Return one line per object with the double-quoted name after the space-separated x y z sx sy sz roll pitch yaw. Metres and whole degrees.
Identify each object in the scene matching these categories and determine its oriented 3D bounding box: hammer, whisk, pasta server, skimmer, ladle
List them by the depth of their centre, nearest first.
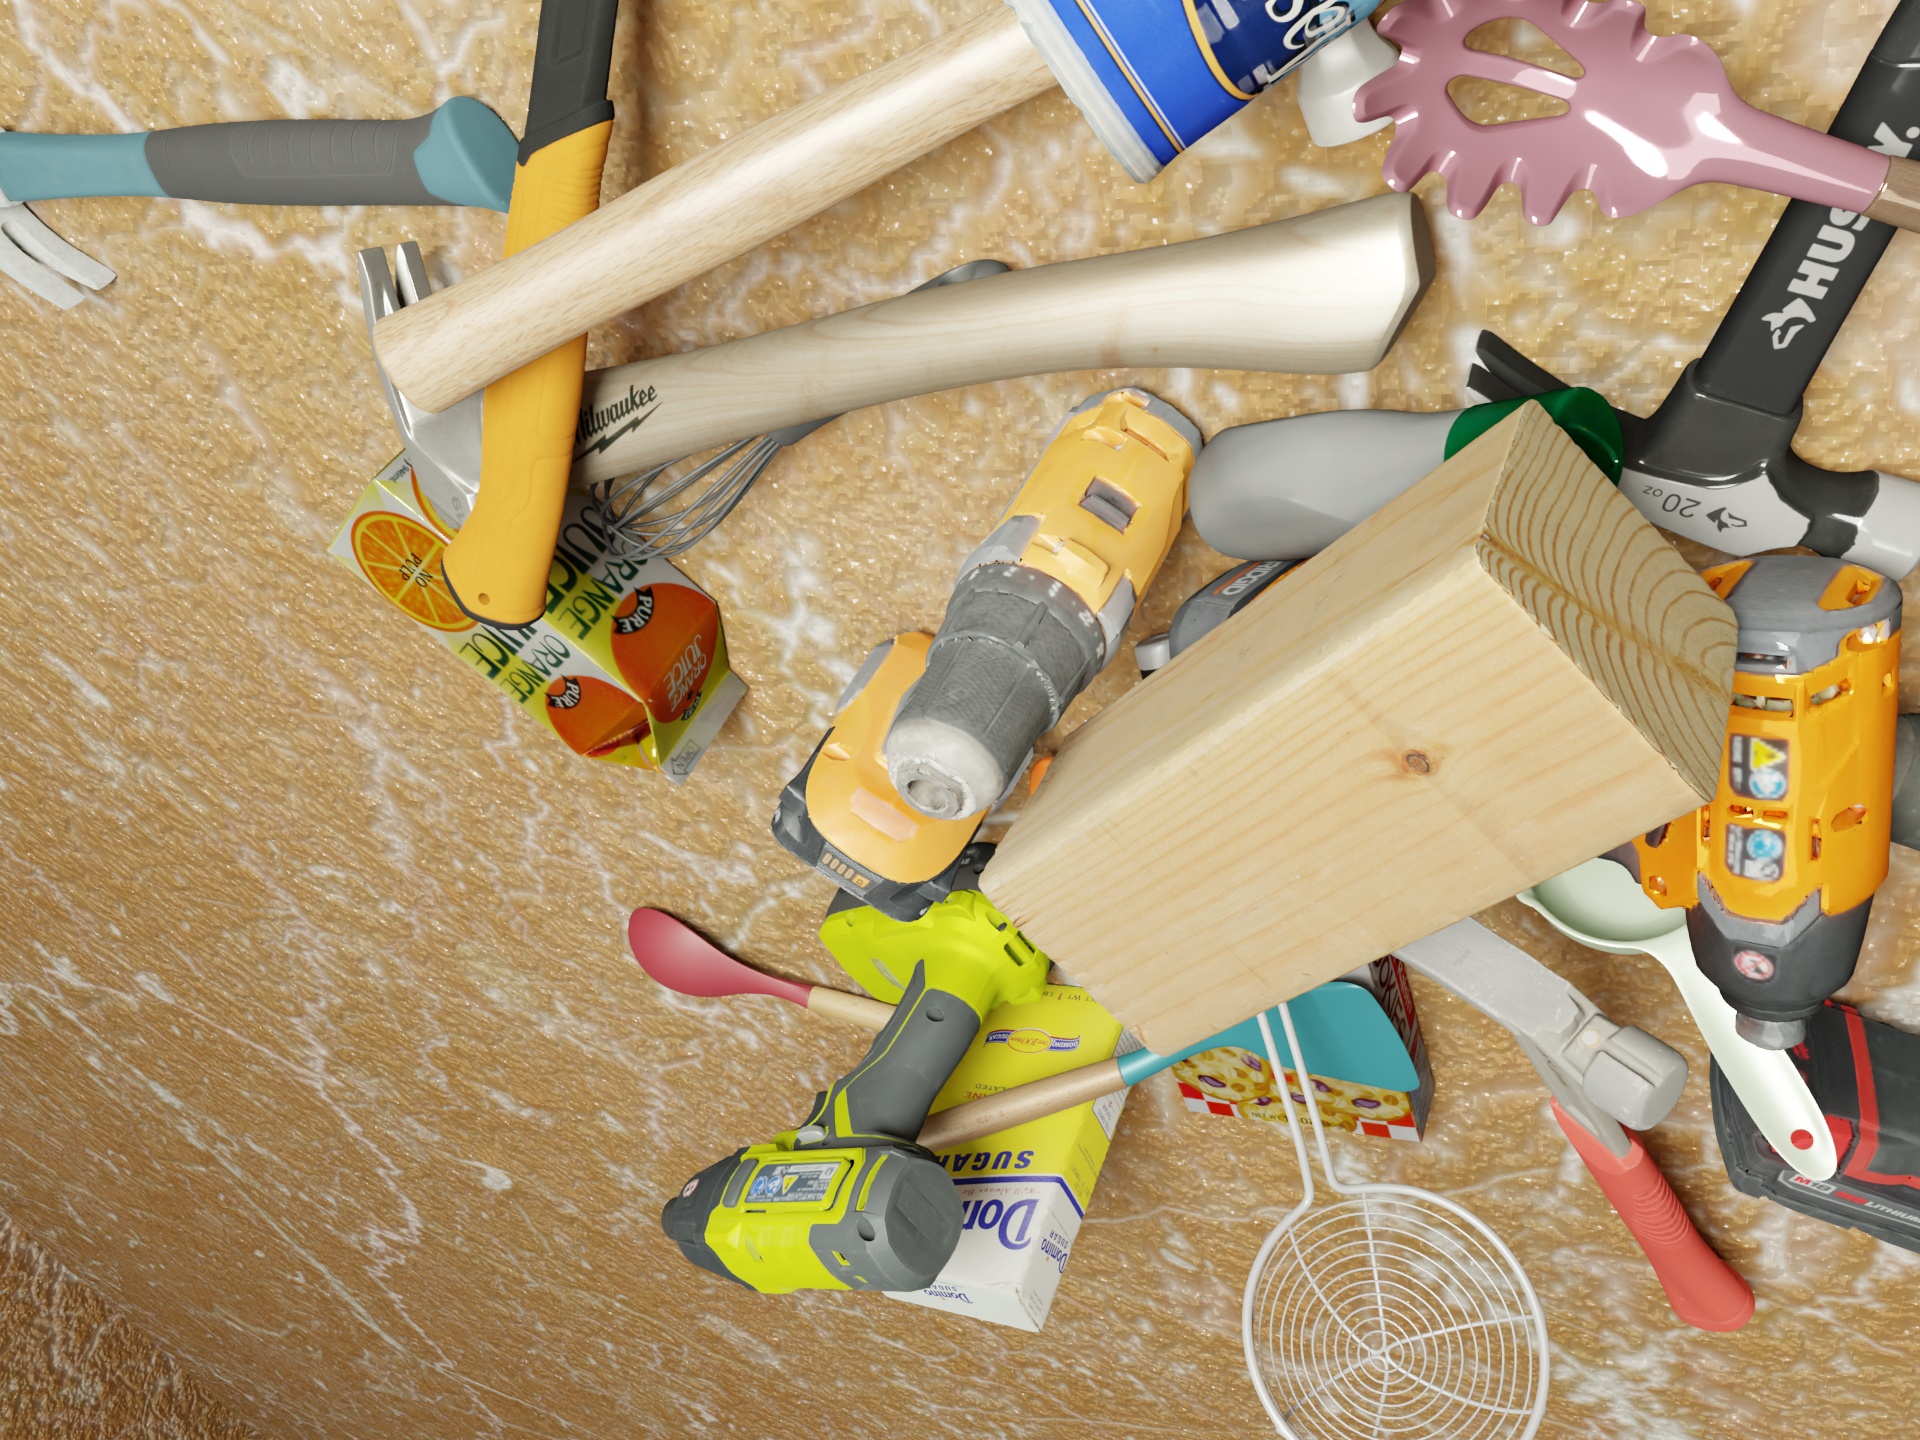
0.254 -0.122 0.393 0.316 0.040 0.060 20 128 7 "pasta server"
0.244 -0.180 0.394 0.146 0.035 0.334 20 139 10 "hammer"
-0.042 -0.176 0.484 0.331 0.031 0.130 -20 120 18 "hammer"
-0.130 -0.174 0.543 0.127 0.034 0.336 23 122 6 "hammer"
-0.046 -0.135 0.564 0.411 0.038 0.146 -5 110 28 "hammer"
-0.070 -0.122 0.632 0.239 0.055 0.055 -22 119 37 "whisk"
0.143 0.139 0.654 0.127 0.090 0.363 -19 100 -6 "skimmer"
-0.323 -0.234 0.666 0.331 0.033 0.128 8 135 23 "hammer"
0.282 0.188 0.701 0.149 0.037 0.358 36 172 48 "hammer"
-0.064 0.172 0.951 0.315 0.031 0.069 13 137 16 "ladle"

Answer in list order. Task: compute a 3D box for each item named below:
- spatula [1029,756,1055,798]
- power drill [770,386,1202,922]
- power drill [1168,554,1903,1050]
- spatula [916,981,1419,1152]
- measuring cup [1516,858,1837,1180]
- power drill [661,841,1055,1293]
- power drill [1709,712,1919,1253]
0.186 0.054 0.667 0.323 0.041 0.081 2 111 26 "spatula"
-0.001 -0.002 0.609 0.084 0.185 0.226 34 143 -3 "power drill"
0.193 0.024 0.549 0.227 0.084 0.164 8 118 39 "power drill"
0.056 0.185 0.770 0.317 0.044 0.082 -22 126 17 "spatula"
0.267 0.088 0.583 0.083 0.168 0.038 -30 154 14 "measuring cup"
-0.048 0.172 0.784 0.171 0.223 0.080 -15 123 40 "power drill"
0.361 0.094 0.574 0.188 0.080 0.226 19 136 2 "power drill"
